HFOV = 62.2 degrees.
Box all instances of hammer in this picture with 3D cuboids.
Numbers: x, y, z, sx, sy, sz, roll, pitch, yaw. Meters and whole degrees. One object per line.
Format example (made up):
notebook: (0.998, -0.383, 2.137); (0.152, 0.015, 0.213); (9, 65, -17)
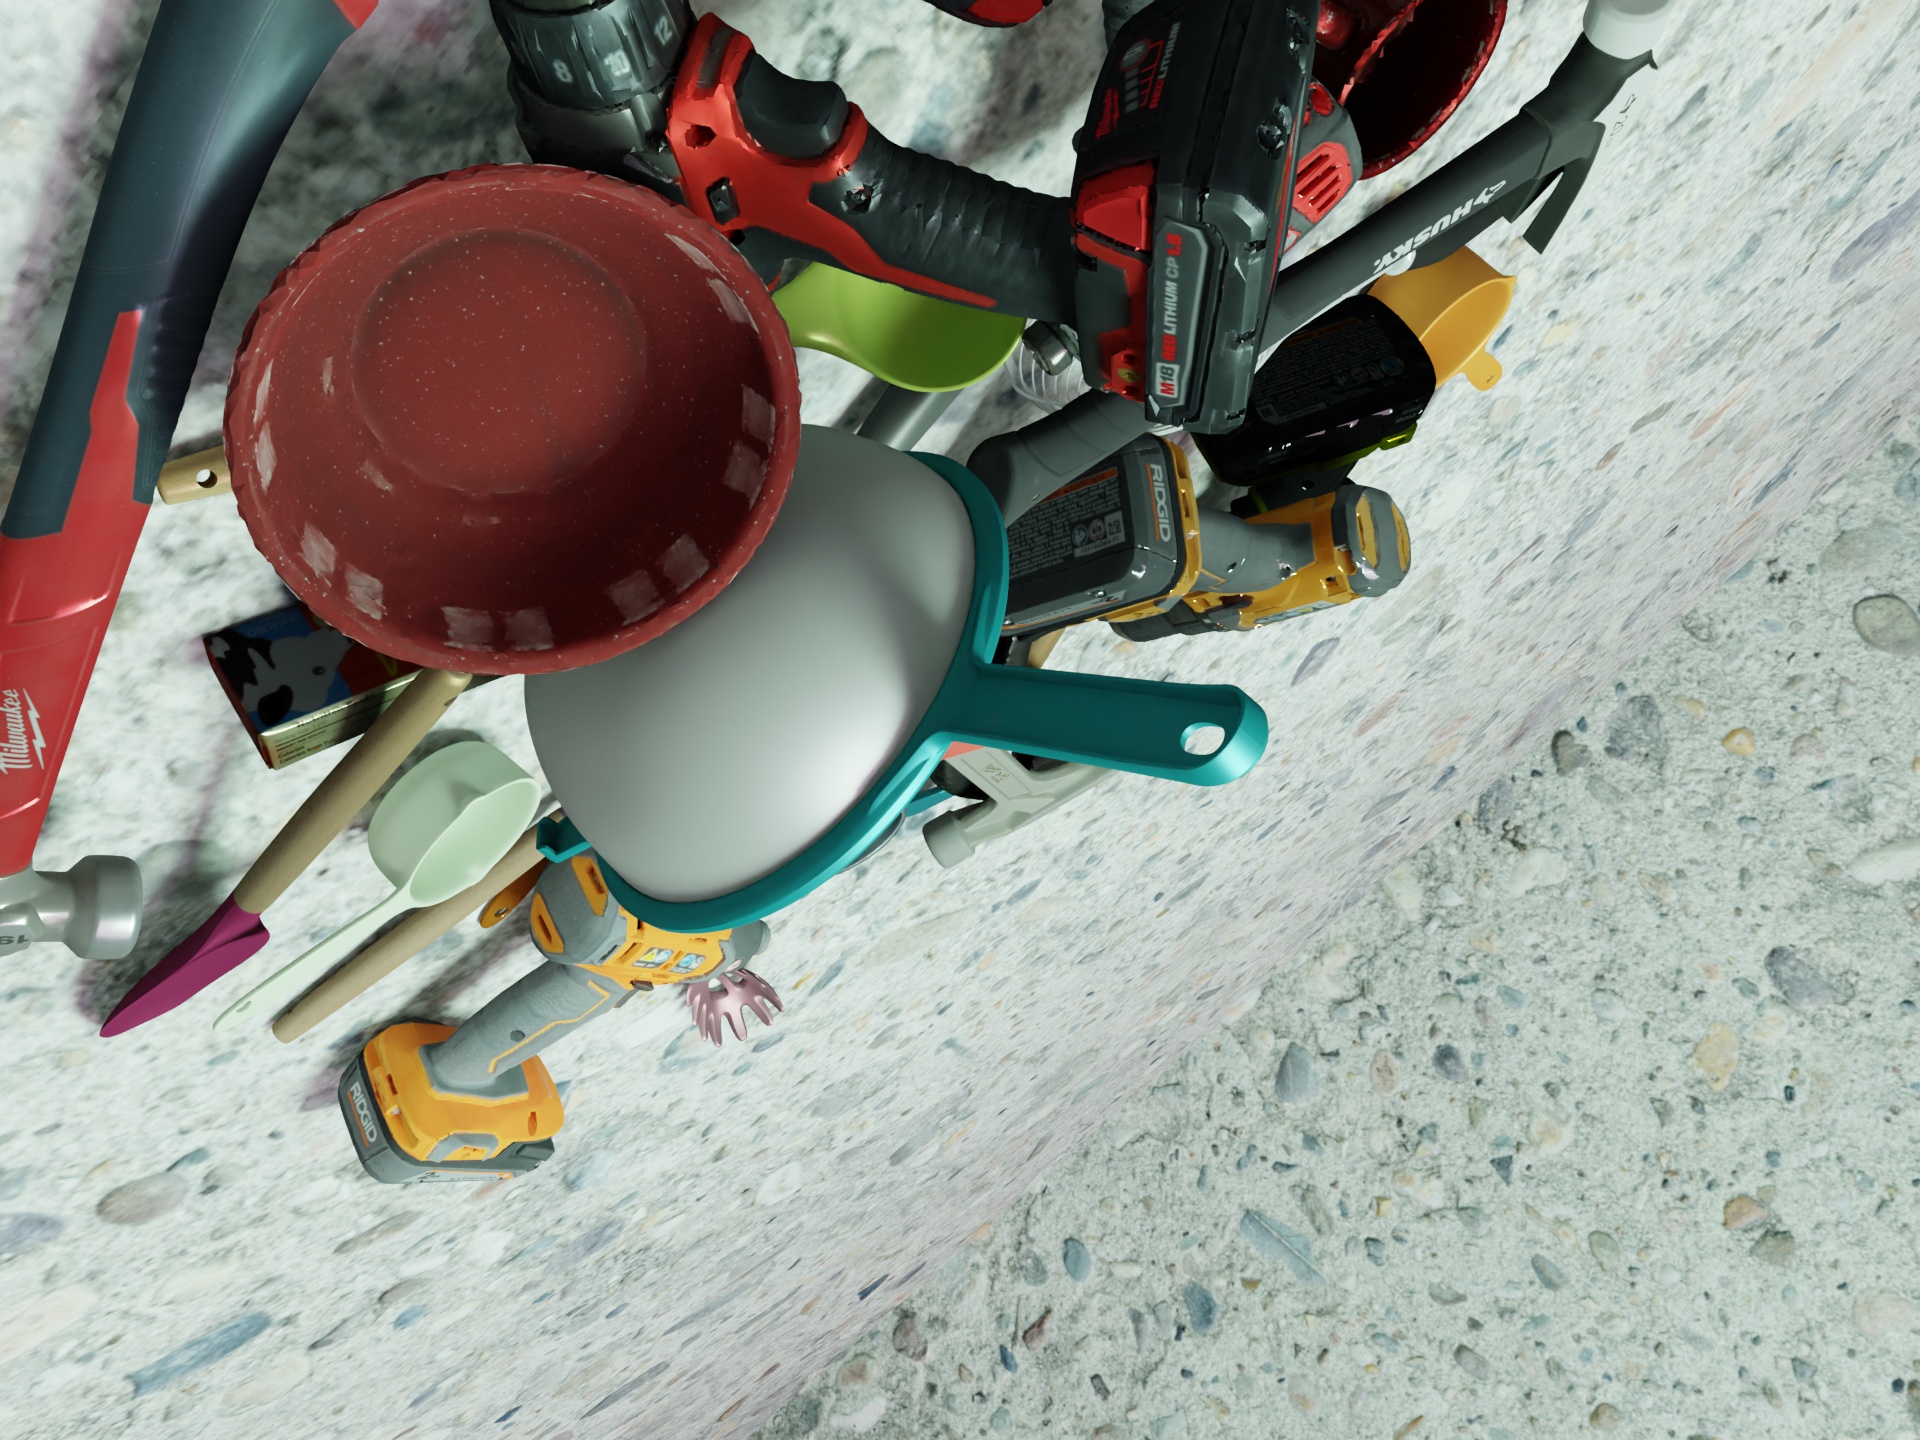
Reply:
hammer: (-0.269, -0.063, 0.455); (0.143, 0.038, 0.386); (6, 130, -42)
hammer: (0.145, -0.180, 0.673); (0.335, 0.035, 0.146); (-34, 162, -5)
hammer: (-0.001, -0.003, 0.817); (0.149, 0.037, 0.358); (-32, 157, 7)

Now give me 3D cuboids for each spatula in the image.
spatula: (-0.216, 0.065, 0.796); (0.316, 0.060, 0.018); (-36, 114, 2)
spatula: (0.027, -0.031, 1.000); (0.082, 0.044, 0.317); (-10, 139, -49)

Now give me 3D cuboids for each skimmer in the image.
skimmer: (0.172, -0.239, 0.815); (0.363, 0.090, 0.127); (-35, 165, -35)

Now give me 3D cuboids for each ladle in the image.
ladle: (-0.115, -0.125, 0.563); (0.320, 0.062, 0.078); (-23, 118, -27)

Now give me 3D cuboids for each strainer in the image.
strainer: (-0.051, -0.029, 0.534); (0.095, 0.340, 0.211); (38, 72, -36)

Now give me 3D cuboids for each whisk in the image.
whisk: (-0.070, -0.080, 0.717); (0.296, 0.073, 0.073); (-50, 156, 11)

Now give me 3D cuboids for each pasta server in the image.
pasta server: (-0.181, 0.150, 1.004); (0.060, 0.040, 0.316); (-29, 156, -2)

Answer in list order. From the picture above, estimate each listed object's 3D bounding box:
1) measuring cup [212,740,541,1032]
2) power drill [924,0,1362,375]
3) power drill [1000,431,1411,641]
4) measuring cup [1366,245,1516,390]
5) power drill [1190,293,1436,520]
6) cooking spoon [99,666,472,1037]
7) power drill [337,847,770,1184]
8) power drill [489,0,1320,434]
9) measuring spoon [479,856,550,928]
measuring cup: (-0.259, 0.069, 0.690); (0.167, 0.038, 0.083); (-40, 167, -30)
power drill: (0.050, -0.218, 0.539); (0.143, 0.079, 0.219); (-40, 143, 2)
power drill: (0.100, -0.082, 0.832); (0.226, 0.084, 0.185); (1, 169, -44)
measuring cup: (0.295, -0.239, 0.976); (0.095, 0.052, 0.173); (-47, 158, 20)
power drill: (0.183, -0.139, 0.950); (0.171, 0.080, 0.223); (-20, 157, -10)
cooking spoon: (-0.272, 0.059, 0.632); (0.319, 0.017, 0.069); (-37, 175, 36)
power drill: (-0.216, 0.163, 0.888); (0.226, 0.084, 0.164); (-43, 150, 15)
power drill: (-0.022, -0.169, 0.442); (0.187, 0.227, 0.080); (76, 27, -66)
measuring spoon: (-0.215, 0.074, 0.839); (0.117, 0.011, 0.021); (-45, 157, 16)
